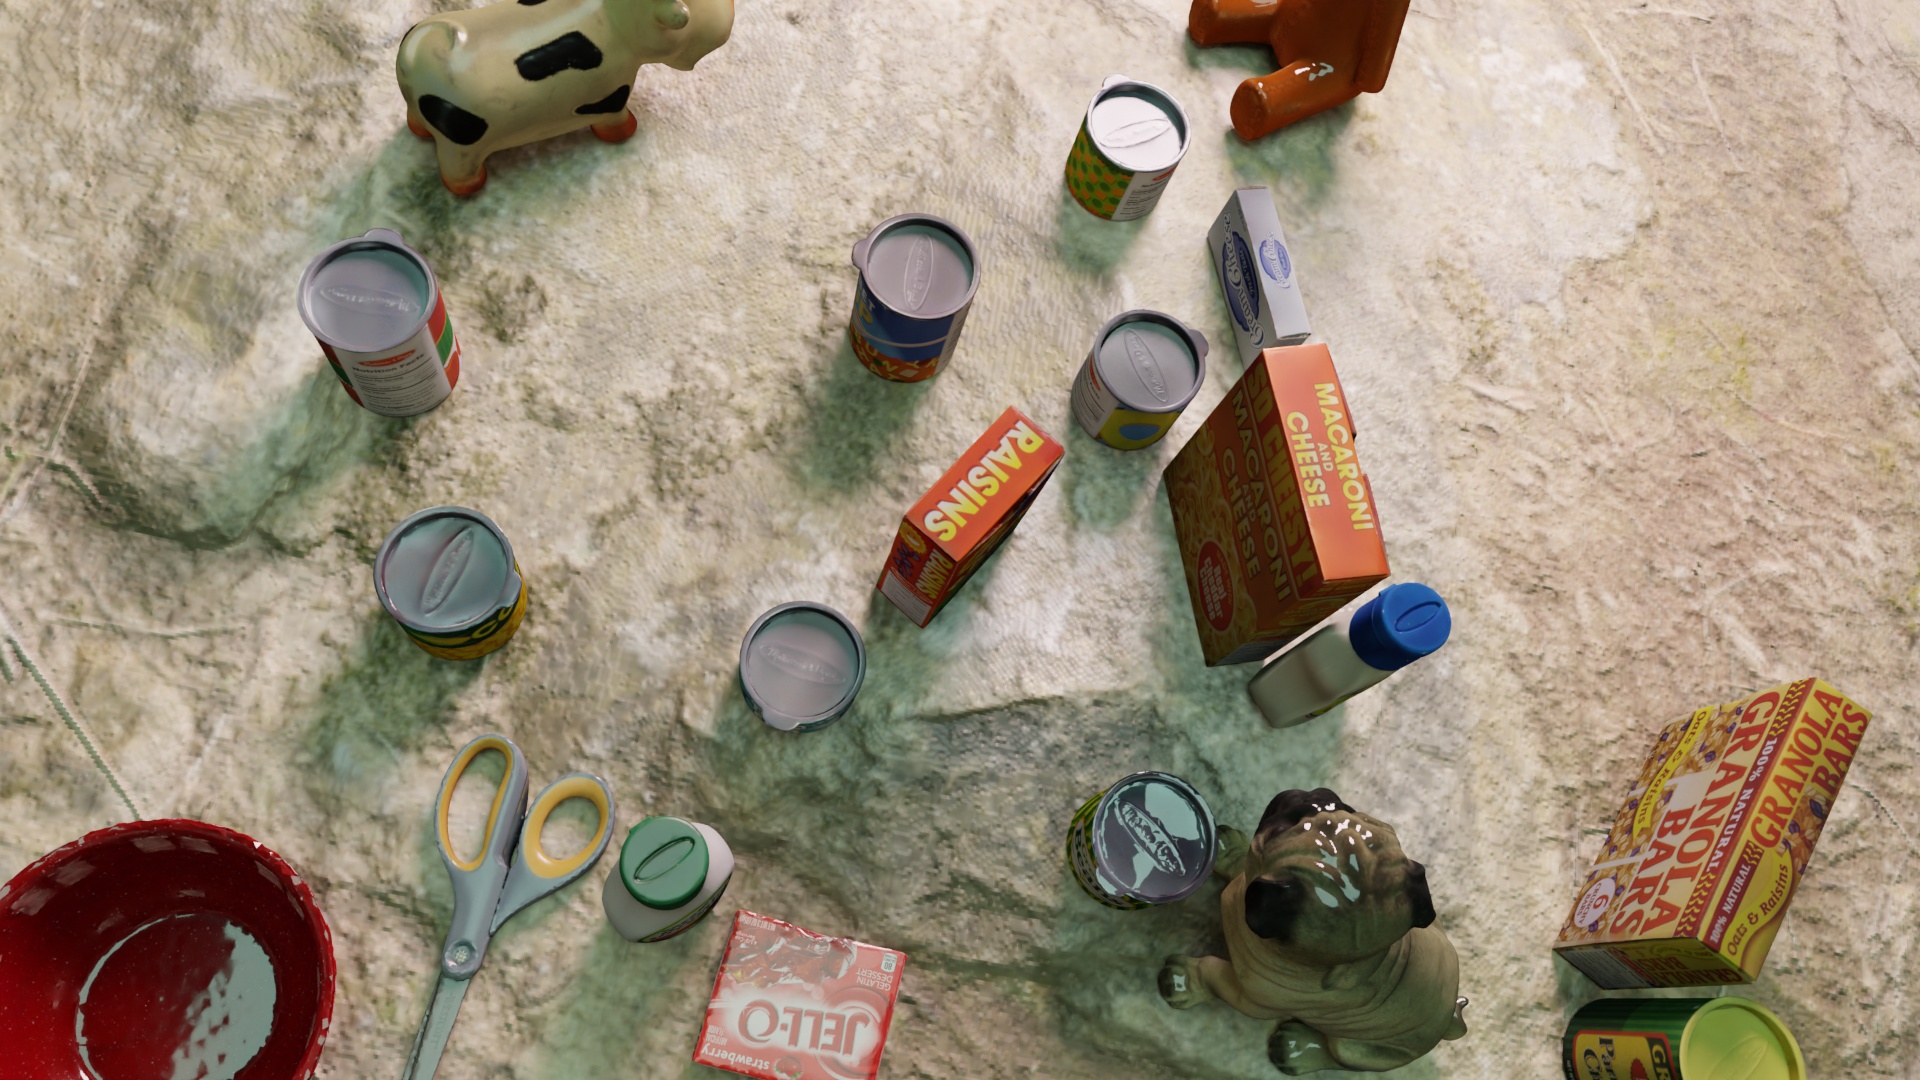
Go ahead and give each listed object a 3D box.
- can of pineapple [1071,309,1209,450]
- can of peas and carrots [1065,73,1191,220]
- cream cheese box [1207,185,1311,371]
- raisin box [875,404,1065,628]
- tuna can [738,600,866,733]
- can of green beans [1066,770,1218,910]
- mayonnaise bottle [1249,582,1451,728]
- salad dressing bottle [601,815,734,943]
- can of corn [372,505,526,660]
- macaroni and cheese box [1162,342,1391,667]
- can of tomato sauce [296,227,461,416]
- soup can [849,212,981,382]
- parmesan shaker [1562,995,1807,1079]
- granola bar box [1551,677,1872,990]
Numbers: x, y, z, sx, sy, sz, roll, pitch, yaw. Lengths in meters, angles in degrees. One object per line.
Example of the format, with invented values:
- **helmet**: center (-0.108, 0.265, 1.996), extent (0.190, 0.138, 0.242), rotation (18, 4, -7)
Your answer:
- **can of pineapple**: center (0.105, -0.093, 0.815), extent (0.071, 0.057, 0.071), rotation (3, 70, -9)
- **can of peas and carrots**: center (0.102, -0.244, 0.867), extent (0.071, 0.058, 0.071), rotation (3, 70, -9)
- **cream cheese box**: center (0.183, -0.159, 0.855), extent (0.024, 0.053, 0.104), rotation (-7, 72, -13)
- **raisin box**: center (0.003, -0.009, 0.731), extent (0.040, 0.123, 0.086), rotation (42, 69, 5)
- **tuna can**: center (-0.085, 0.070, 0.736), extent (0.071, 0.032, 0.071), rotation (3, 70, -9)
- **can of green beans**: center (0.093, 0.158, 0.724), extent (0.071, 0.057, 0.071), rotation (3, 70, -9)
- **mayonnaise bottle**: center (0.205, 0.060, 0.730), extent (0.065, 0.147, 0.041), rotation (-25, 77, -17)
- **salad dressing bottle**: center (-0.134, 0.154, 0.636), extent (0.064, 0.147, 0.044), rotation (-32, 80, -19)
- **can of corn**: center (-0.255, 0.024, 0.708), extent (0.071, 0.058, 0.071), rotation (3, 70, -9)
- **macaroni and cheese box**: center (0.162, -0.013, 0.739), extent (0.040, 0.166, 0.124), rotation (-6, 72, -12)
- **can of tomato sauce**: center (-0.304, -0.113, 0.734), extent (0.071, 0.082, 0.071), rotation (3, 71, -9)
- **soup can**: center (-0.030, -0.137, 0.792), extent (0.071, 0.083, 0.071), rotation (3, 71, -9)
- **parmesan shaker**: center (0.367, 0.271, 0.709), extent (0.071, 0.102, 0.071), rotation (3, 71, -9)
- **granola bar box**: center (0.399, 0.158, 0.743), extent (0.039, 0.123, 0.166), rotation (37, 69, 4)
